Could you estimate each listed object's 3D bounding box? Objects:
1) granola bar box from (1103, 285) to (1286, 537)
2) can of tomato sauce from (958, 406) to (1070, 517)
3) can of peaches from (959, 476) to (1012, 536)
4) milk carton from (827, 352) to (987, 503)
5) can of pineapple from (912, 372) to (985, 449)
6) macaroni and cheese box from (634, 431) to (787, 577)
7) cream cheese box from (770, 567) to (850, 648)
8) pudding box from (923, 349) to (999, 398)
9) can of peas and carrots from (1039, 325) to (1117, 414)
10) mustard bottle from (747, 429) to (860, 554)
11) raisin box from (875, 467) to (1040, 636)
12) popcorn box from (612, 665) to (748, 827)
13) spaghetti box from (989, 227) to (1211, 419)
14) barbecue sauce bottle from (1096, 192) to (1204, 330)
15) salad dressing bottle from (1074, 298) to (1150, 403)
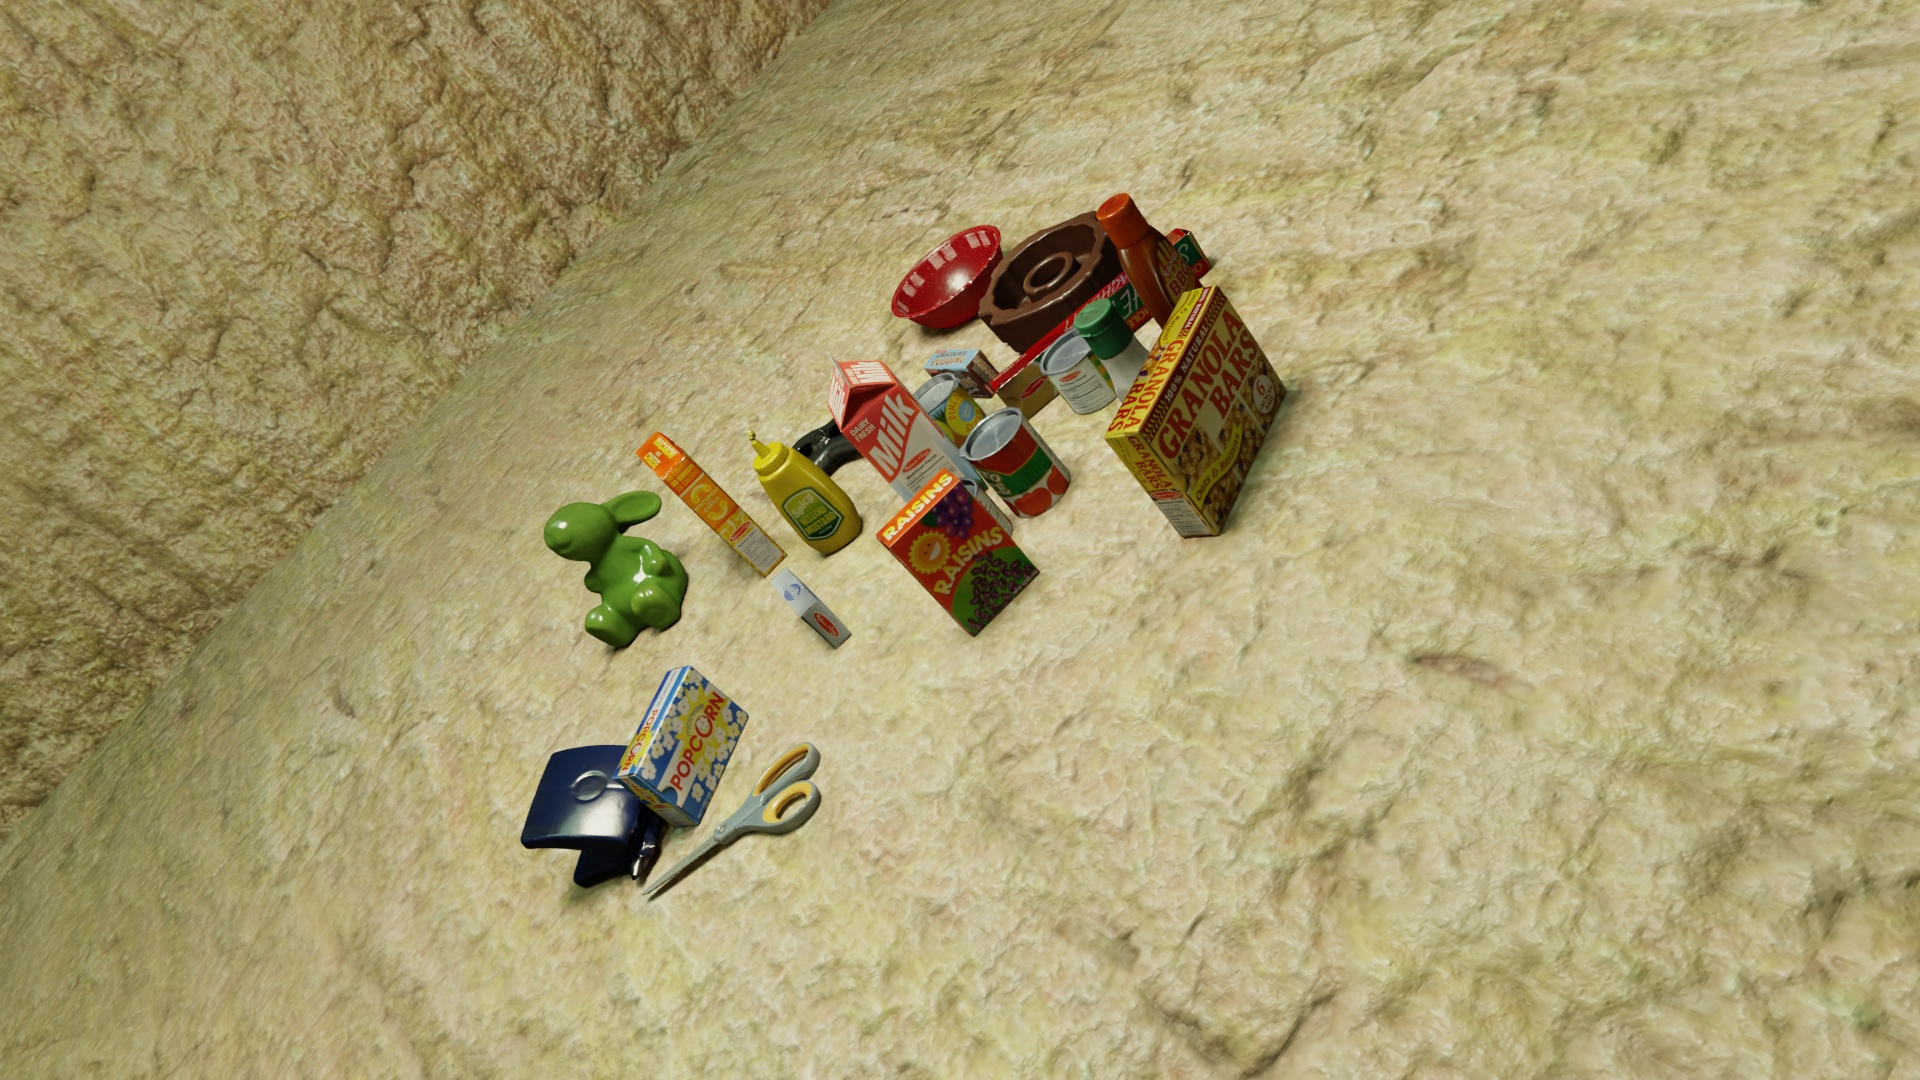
[{"bbox_3d":[0.194,-0.104,1.122,0.039,0.124,0.166,-4,47,47],"label":"granola bar box"},{"bbox_3d":[0.051,-0.070,1.283,0.071,0.083,0.071,-29,33,21],"label":"can of tomato sauce"},{"bbox_3d":[0.005,-0.016,1.292,0.071,0.058,0.071,-29,33,21],"label":"can of peaches"},{"bbox_3d":[-0.063,-0.105,1.352,0.073,0.190,0.072,-40,30,4],"label":"milk carton"},{"bbox_3d":[-0.015,-0.134,1.464,0.071,0.057,0.071,-29,33,21],"label":"can of pineapple"},{"bbox_3d":[-0.276,-0.042,1.538,0.040,0.166,0.124,-46,30,-6],"label":"macaroni and cheese box"},{"bbox_3d":[-0.148,0.066,1.366,0.024,0.053,0.104,-45,30,-5],"label":"cream cheese box"},{"bbox_3d":[0.003,-0.183,1.514,0.083,0.049,0.030,11,59,54],"label":"pudding box"},{"bbox_3d":[0.121,-0.167,1.351,0.071,0.058,0.071,-29,33,21],"label":"can of peas and carrots"},{"bbox_3d":[-0.170,-0.055,1.440,0.065,0.160,0.049,-34,31,13],"label":"mustard bottle"},{"bbox_3d":[-0.002,0.011,1.200,0.086,0.123,0.040,-44,30,-3],"label":"raisin box"},{"bbox_3d":[-0.260,0.192,1.301,0.038,0.085,0.127,-16,39,37],"label":"popcorn box"},{"bbox_3d":[0.141,-0.217,1.401,0.250,0.050,0.029,-39,30,4],"label":"spaghetti box"},{"bbox_3d":[0.182,-0.260,1.312,0.043,0.148,0.065,-10,43,43],"label":"barbecue sauce bottle"},{"bbox_3d":[0.153,-0.143,1.197,0.064,0.147,0.044,8,57,53],"label":"salad dressing bottle"}]
